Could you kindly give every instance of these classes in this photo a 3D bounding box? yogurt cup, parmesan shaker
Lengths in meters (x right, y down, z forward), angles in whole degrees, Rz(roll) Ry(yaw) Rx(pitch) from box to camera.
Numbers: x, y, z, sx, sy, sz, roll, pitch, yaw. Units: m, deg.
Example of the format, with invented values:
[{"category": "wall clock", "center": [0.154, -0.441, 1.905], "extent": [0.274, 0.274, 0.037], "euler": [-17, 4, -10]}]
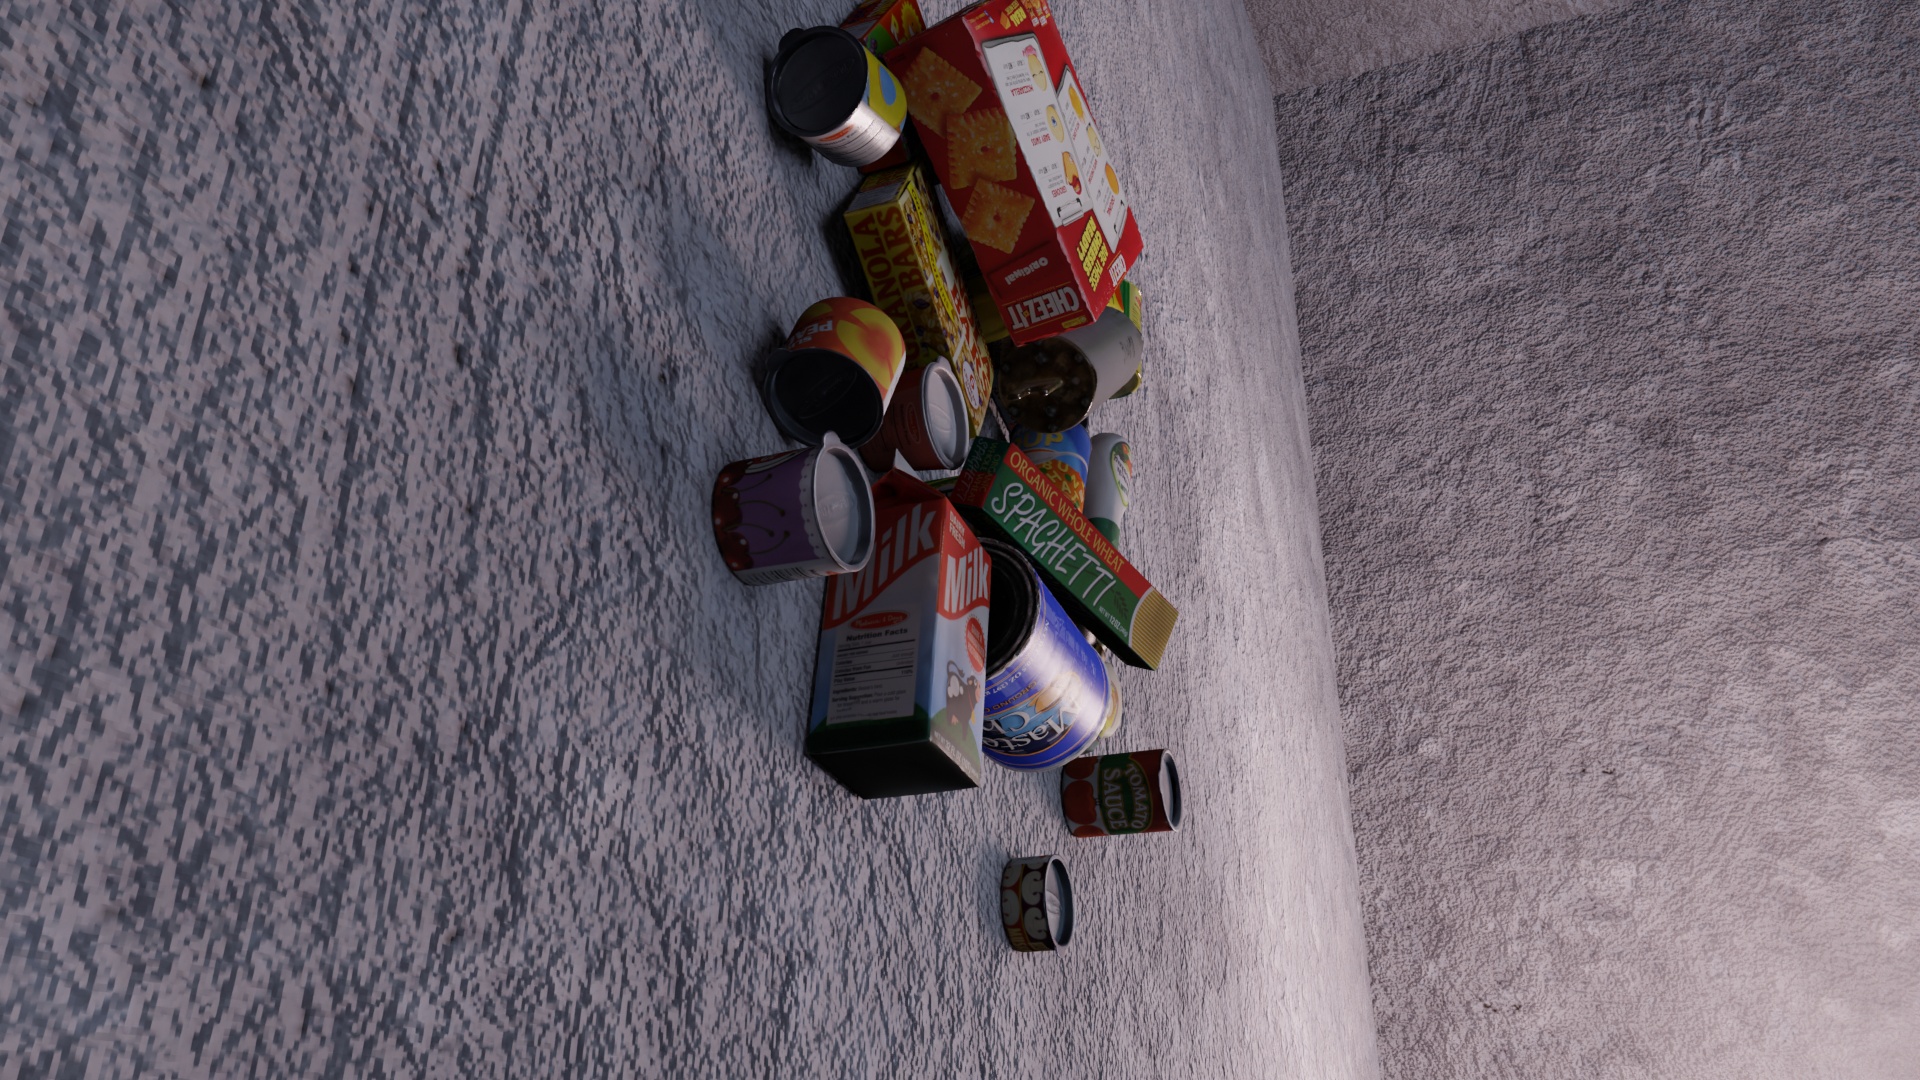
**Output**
[{"category": "yogurt cup", "center": [-0.031, -0.073, 0.865], "extent": [0.072, 0.054, 0.072], "euler": [-10, 91, -69]}, {"category": "parmesan shaker", "center": [0.142, -0.198, 1.352], "extent": [0.071, 0.071, 0.103], "euler": [53, 35, -51]}]

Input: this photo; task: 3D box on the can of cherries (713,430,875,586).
[{"category": "can of cherries", "center": [-0.083, -0.015, 0.701], "extent": [0.071, 0.058, 0.071], "euler": [-10, 91, -68]}]

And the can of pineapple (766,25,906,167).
[{"category": "can of pineapple", "center": [-0.073, -0.264, 0.825], "extent": [0.058, 0.071, 0.071], "euler": [14, 68, -68]}]

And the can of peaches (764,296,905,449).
[{"category": "can of peaches", "center": [-0.069, -0.093, 0.762], "extent": [0.058, 0.071, 0.071], "euler": [-73, 147, -50]}]

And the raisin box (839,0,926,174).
[{"category": "raisin box", "center": [-0.050, -0.314, 0.943], "extent": [0.124, 0.040, 0.085], "euler": [-69, 143, -51]}]

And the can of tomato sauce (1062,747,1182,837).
[{"category": "can of tomato sauce", "center": [0.131, 0.205, 1.122], "extent": [0.071, 0.083, 0.071], "euler": [-11, 91, -69]}]

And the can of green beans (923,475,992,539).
[{"category": "can of green beans", "center": [0.004, -0.012, 0.925], "extent": [0.071, 0.058, 0.071], "euler": [-10, 91, -69]}]

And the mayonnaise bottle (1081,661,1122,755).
[{"category": "mayonnaise bottle", "center": [0.094, 0.141, 1.114], "extent": [0.148, 0.041, 0.064], "euler": [-24, 105, -69]}]

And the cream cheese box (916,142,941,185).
[{"category": "cream cheese box", "center": [-0.009, -0.321, 1.031], "extent": [0.024, 0.053, 0.104], "euler": [-4, 85, -71]}]

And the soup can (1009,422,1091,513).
[{"category": "soup can", "center": [0.065, -0.051, 1.090], "extent": [0.084, 0.071, 0.071], "euler": [-78, 151, -43]}]

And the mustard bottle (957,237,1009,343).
[{"category": "mustard bottle", "center": [0.025, -0.212, 1.065], "extent": [0.048, 0.065, 0.161], "euler": [59, 24, -33]}]

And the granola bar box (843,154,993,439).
[{"category": "granola bar box", "center": [-0.023, -0.161, 0.925], "extent": [0.125, 0.039, 0.165], "euler": [-78, 151, -61]}]

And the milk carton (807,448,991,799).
[{"category": "milk carton", "center": [-0.030, 0.043, 0.792], "extent": [0.072, 0.073, 0.191], "euler": [52, 34, -51]}]

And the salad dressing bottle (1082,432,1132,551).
[{"category": "salad dressing bottle", "center": [0.132, -0.035, 1.285], "extent": [0.148, 0.044, 0.064], "euler": [-79, 150, -42]}]

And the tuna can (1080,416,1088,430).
[{"category": "tuna can", "center": [0.087, -0.123, 1.223], "extent": [0.071, 0.033, 0.071], "euler": [-11, 91, -69]}]

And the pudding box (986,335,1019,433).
[{"category": "pudding box", "center": [0.046, -0.126, 1.123], "extent": [0.083, 0.030, 0.050], "euler": [61, 30, -41]}]

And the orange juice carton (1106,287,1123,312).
[{"category": "orange juice carton", "center": [0.093, -0.233, 1.230], "extent": [0.193, 0.073, 0.071], "euler": [-15, 95, -70]}]

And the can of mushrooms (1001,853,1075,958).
[{"category": "can of mushrooms", "center": [0.055, 0.257, 0.975], "extent": [0.071, 0.033, 0.071], "euler": [-10, 91, -70]}]

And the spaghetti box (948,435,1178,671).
[{"category": "spaghetti box", "center": [0.075, 0.015, 0.926], "extent": [0.249, 0.028, 0.050], "euler": [41, 66, -45]}]
